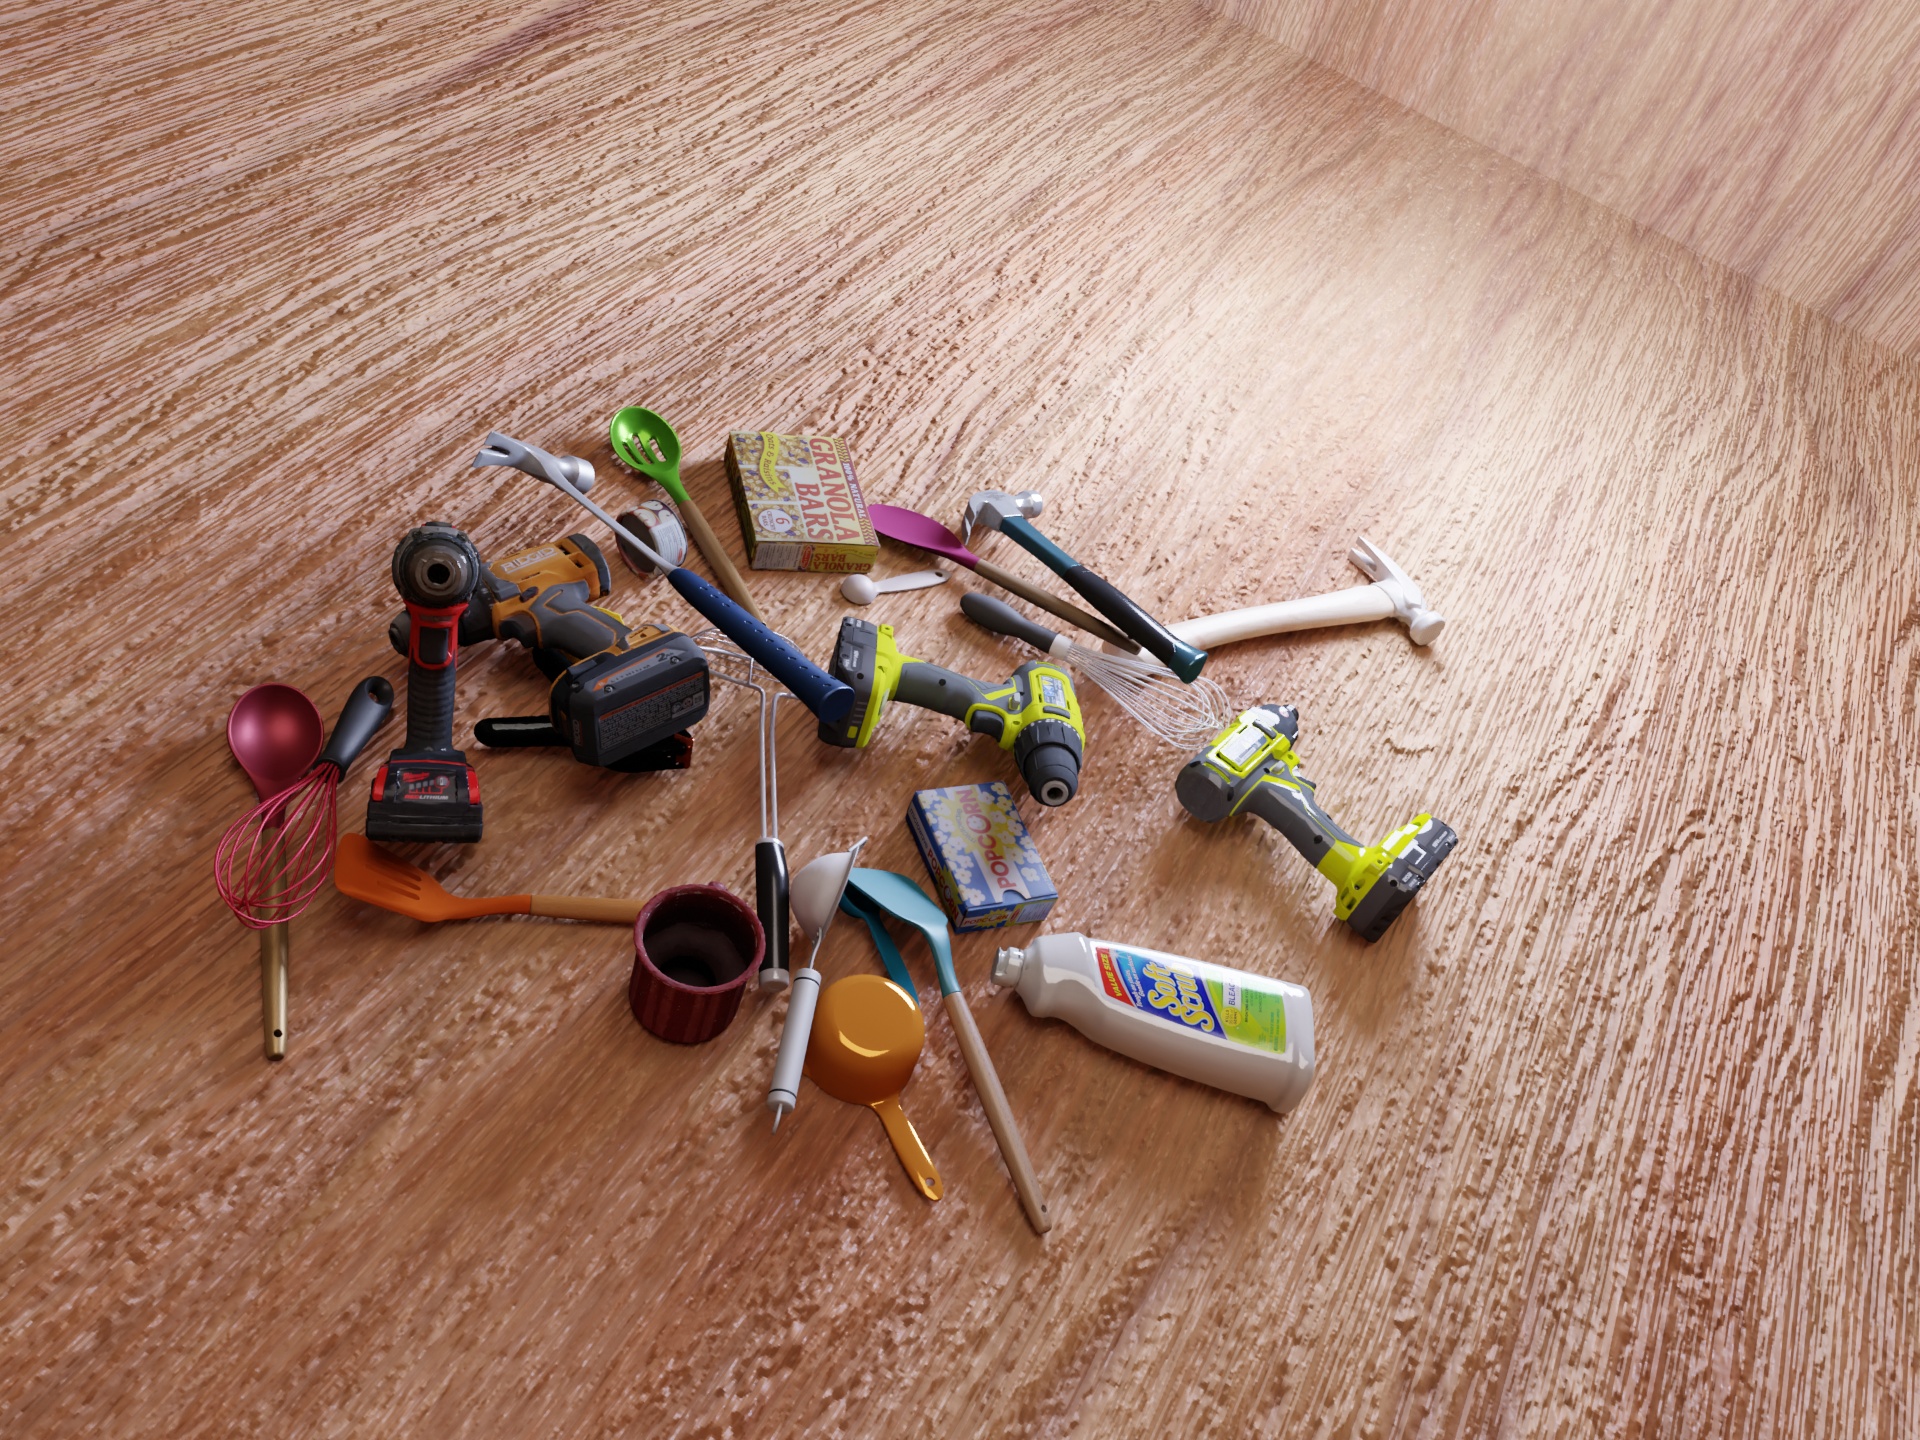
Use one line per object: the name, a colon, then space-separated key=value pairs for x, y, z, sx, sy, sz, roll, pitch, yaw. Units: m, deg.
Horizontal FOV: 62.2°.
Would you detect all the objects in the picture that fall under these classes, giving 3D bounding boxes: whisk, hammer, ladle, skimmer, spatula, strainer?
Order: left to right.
ladle: x=-0.490 y=0.101 z=1.139 sx=0.069 sy=0.031 sz=0.316 roll=6 pitch=47 yaw=-30
whisk: x=-0.465 y=0.047 z=1.154 sx=0.073 sy=0.073 sz=0.296 roll=14 pitch=31 yaw=-8
spatula: x=-0.292 y=0.131 z=1.177 sx=0.322 sy=0.041 sz=0.081 roll=6 pitch=24 yaw=-18
hammer: x=-0.245 y=-0.125 z=1.317 sx=0.406 sy=0.035 sz=0.144 roll=38 pitch=12 yaw=25
skimmer: x=-0.167 y=0.063 z=1.285 sx=0.127 sy=0.090 sz=0.364 roll=15 pitch=50 yaw=-27
strainer: x=-0.110 y=0.179 z=1.145 sx=0.050 sy=0.086 sz=0.259 roll=18 pitch=47 yaw=-10
spatula: x=-0.003 y=0.236 z=1.194 sx=0.082 sy=0.044 sz=0.318 roll=13 pitch=45 yaw=-48
hammer: x=0.121 y=-0.136 z=1.549 sx=0.128 sy=0.033 sz=0.331 roll=-10 pitch=40 yaw=-40
whisk: x=0.125 y=-0.056 z=1.513 sx=0.285 sy=0.070 sz=0.070 roll=28 pitch=44 yaw=13
hammer: x=0.315 y=-0.111 z=1.653 sx=0.410 sy=0.038 sz=0.146 roll=-12 pitch=52 yaw=-30

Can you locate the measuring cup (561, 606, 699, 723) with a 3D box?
measuring cup: x=-0.281 y=-0.039 z=1.357 sx=0.156 sy=0.029 sz=0.062 roll=40 pitch=47 yaw=14

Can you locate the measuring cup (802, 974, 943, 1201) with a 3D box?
measuring cup: x=-0.050 y=0.258 z=1.139 sx=0.095 sy=0.052 sz=0.174 roll=-12 pitch=51 yaw=-30

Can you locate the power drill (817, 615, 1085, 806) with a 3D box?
power drill: x=-0.002 y=-0.004 z=1.372 sx=0.228 sy=0.080 sz=0.191 roll=14 pitch=28 yaw=-9

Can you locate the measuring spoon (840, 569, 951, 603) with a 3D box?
measuring spoon: x=-0.059 y=-0.137 z=1.544 sx=0.124 sy=0.018 sz=0.034 roll=-14 pitch=54 yaw=-32

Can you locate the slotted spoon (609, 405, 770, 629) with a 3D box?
slotted spoon: x=-0.253 y=-0.186 z=1.511 sx=0.070 sy=0.031 sz=0.314 roll=-15 pitch=57 yaw=-32

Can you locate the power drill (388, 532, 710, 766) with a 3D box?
power drill: x=-0.331 y=-0.057 z=1.275 sx=0.185 sy=0.084 sz=0.226 roll=-27 pitch=51 yaw=-32

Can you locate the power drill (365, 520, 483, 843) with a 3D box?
power drill: x=-0.377 y=-0.028 z=1.136 sx=0.080 sy=0.226 sz=0.188 roll=3 pitch=6 yaw=-19

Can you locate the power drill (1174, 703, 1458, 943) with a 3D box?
power drill: x=0.325 y=0.080 z=1.437 sx=0.223 sy=0.080 sz=0.171 roll=39 pitch=47 yaw=16

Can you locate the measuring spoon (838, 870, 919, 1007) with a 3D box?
measuring spoon: x=-0.067 y=0.176 z=1.242 sx=0.042 sy=0.021 sz=0.129 roll=6 pitch=49 yaw=-52

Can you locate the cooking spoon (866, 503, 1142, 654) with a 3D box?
cooking spoon: x=0.038 y=-0.141 z=1.564 sx=0.319 sy=0.017 sz=0.069 roll=29 pitch=35 yaw=17
